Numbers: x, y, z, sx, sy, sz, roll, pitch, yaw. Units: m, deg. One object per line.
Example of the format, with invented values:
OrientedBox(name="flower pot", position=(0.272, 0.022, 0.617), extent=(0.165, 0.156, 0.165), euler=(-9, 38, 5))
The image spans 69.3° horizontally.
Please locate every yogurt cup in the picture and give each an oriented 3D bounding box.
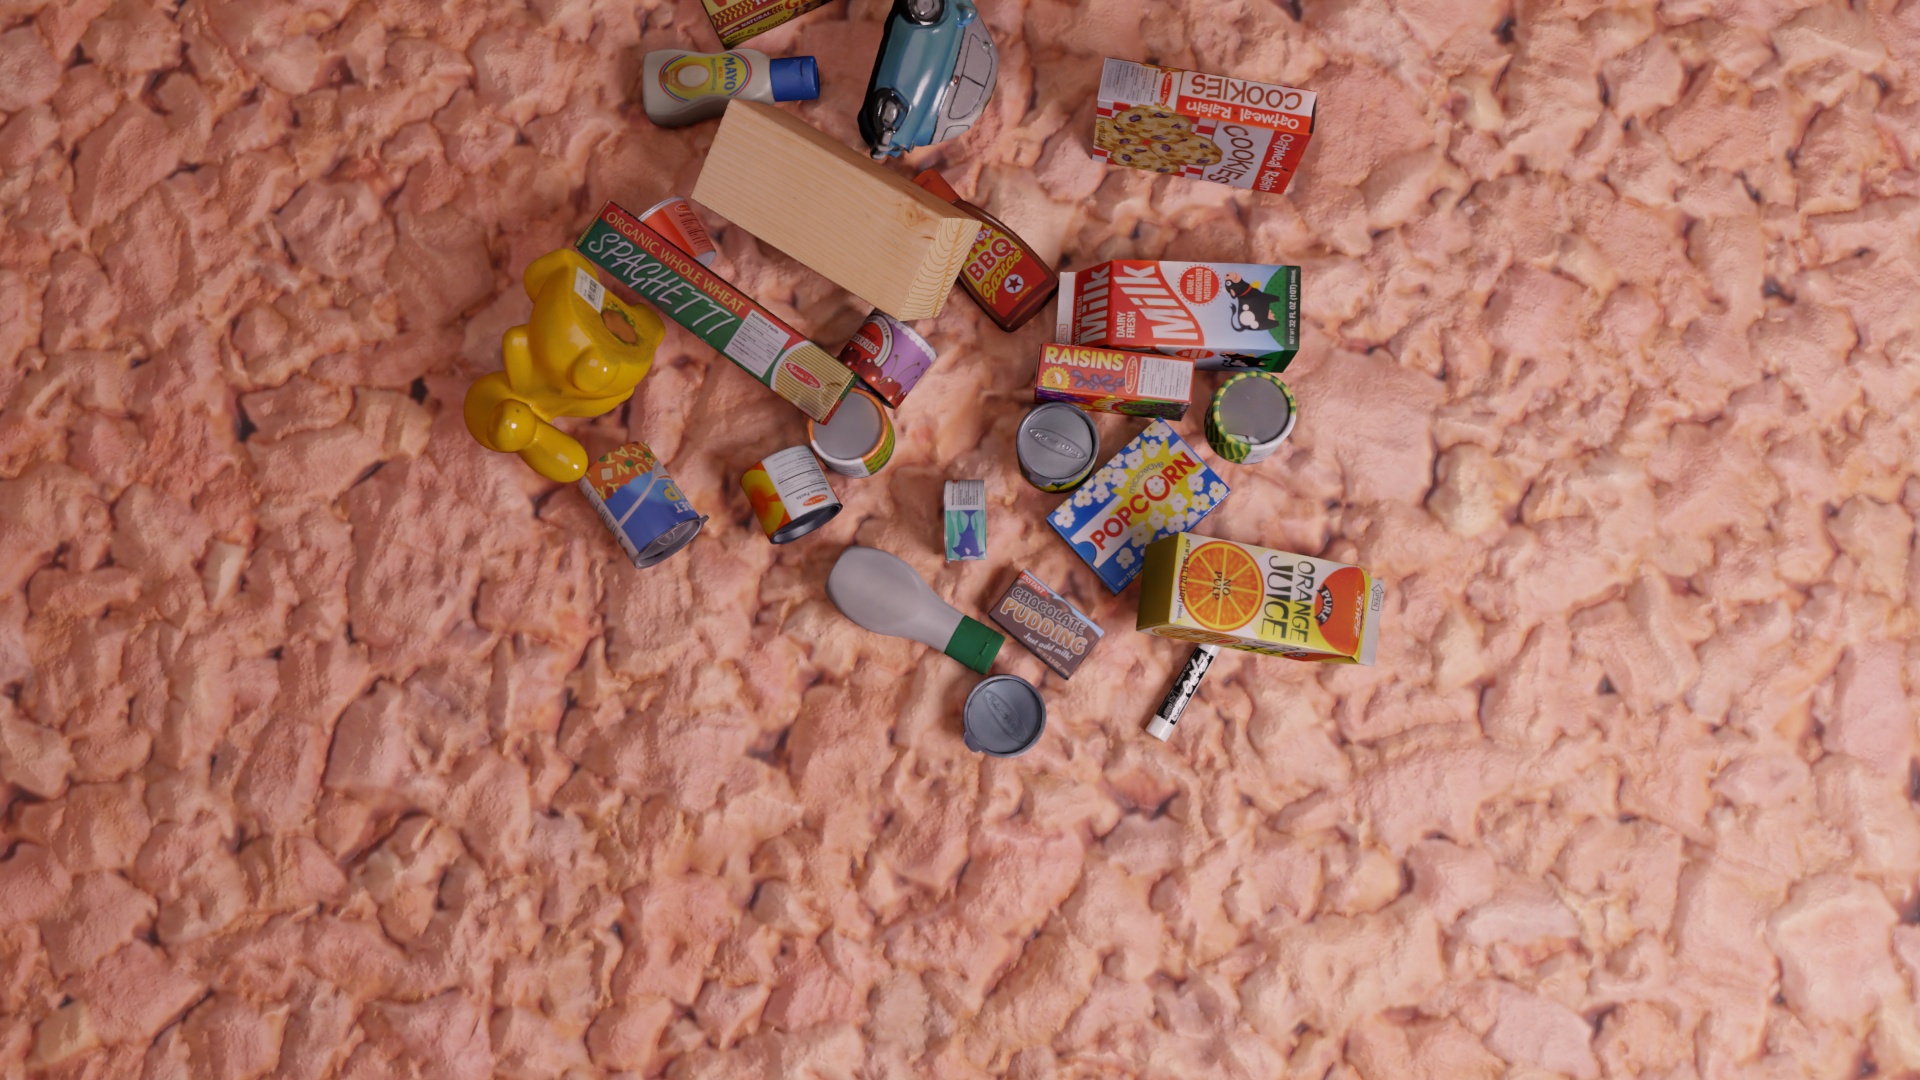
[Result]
OrientedBox(name="yogurt cup", position=(-0.243, -0.247, 1.167), extent=(0.072, 0.072, 0.054), euler=(-39, 90, -3))

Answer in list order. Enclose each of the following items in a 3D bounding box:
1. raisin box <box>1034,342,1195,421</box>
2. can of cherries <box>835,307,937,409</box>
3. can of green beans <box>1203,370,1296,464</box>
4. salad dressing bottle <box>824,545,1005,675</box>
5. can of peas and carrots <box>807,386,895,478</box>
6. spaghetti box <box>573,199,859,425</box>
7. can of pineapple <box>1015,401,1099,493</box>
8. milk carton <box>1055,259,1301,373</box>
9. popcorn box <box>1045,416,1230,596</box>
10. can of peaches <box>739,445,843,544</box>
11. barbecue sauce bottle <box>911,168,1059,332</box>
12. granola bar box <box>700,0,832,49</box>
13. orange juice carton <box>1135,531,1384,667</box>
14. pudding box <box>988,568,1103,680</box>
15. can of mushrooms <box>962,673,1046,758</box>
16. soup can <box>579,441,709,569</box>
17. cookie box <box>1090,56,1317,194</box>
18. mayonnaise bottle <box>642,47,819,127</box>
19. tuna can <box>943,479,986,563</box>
OrientedBox(name="raisin box", position=(0.122, -0.126, 1.117), extent=(0.123, 0.086, 0.040), euler=(7, 87, 4))
OrientedBox(name="can of cherries", position=(-0.063, -0.150, 1.138), extent=(0.071, 0.071, 0.058), euler=(37, 86, 7))
OrientedBox(name="can of green beans", position=(0.233, -0.099, 1.121), extent=(0.071, 0.057, 0.071), euler=(0, 81, 3))
OrientedBox(name="salad dressing bottle", position=(-0.036, 0.058, 1.119), extent=(0.148, 0.044, 0.064), euler=(29, 82, 6))
OrientedBox(name="can of peas and carrots", position=(-0.088, -0.090, 1.136), extent=(0.071, 0.058, 0.071), euler=(0, 82, 3))
OrientedBox(name="spaghetti box", position=(-0.194, -0.182, 1.106), extent=(0.250, 0.028, 0.050), euler=(36, 93, 7))
OrientedBox(name="can of pineapple", position=(0.077, -0.073, 1.125), extent=(0.071, 0.058, 0.071), euler=(0, 81, 3))
OrientedBox(name="milk carton", position=(0.174, -0.182, 1.129), extent=(0.191, 0.073, 0.072), euler=(3, 82, 4))
OrientedBox(name="popcorn box", position=(0.143, -0.027, 1.125), extent=(0.127, 0.038, 0.085), euler=(-42, 83, -4))
OrientedBox(name="can of peaches", position=(-0.139, -0.036, 1.128), extent=(0.071, 0.071, 0.058), euler=(-28, 81, -1))
OrientedBox(name="barbecue sauce bottle", position=(0.013, -0.247, 1.162), extent=(0.065, 0.043, 0.148), euler=(-42, 81, 5))
OrientedBox(name="granola bar box", position=(-0.160, -0.522, 1.216), extent=(0.165, 0.039, 0.124), euler=(-26, 81, -1))
OrientedBox(name="orange juice carton", position=(0.240, 0.049, 1.076), extent=(0.193, 0.073, 0.072), euler=(11, 79, -13))
OrientedBox(name="pudding box", position=(0.069, 0.068, 1.118), extent=(0.084, 0.030, 0.050), euler=(39, 84, 8))
OrientedBox(name="can of mushrooms", position=(0.033, 0.142, 1.107), extent=(0.071, 0.033, 0.071), euler=(0, 82, 2))
OrientedBox(name="soup can", position=(-0.258, -0.031, 1.132), extent=(0.071, 0.071, 0.084), euler=(-37, 81, -3))
OrientedBox(name="cookie box", position=(0.193, -0.333, 1.126), extent=(0.167, 0.123, 0.040), euler=(11, 84, 5))
OrientedBox(name="mayonnaise bottle", position=(-0.197, -0.394, 1.197), extent=(0.148, 0.041, 0.065), euler=(-4, 80, 3))
OrientedBox(name="tuna can", position=(0.004, -0.014, 1.117), extent=(0.033, 0.071, 0.071), euler=(-1, 82, 2))
